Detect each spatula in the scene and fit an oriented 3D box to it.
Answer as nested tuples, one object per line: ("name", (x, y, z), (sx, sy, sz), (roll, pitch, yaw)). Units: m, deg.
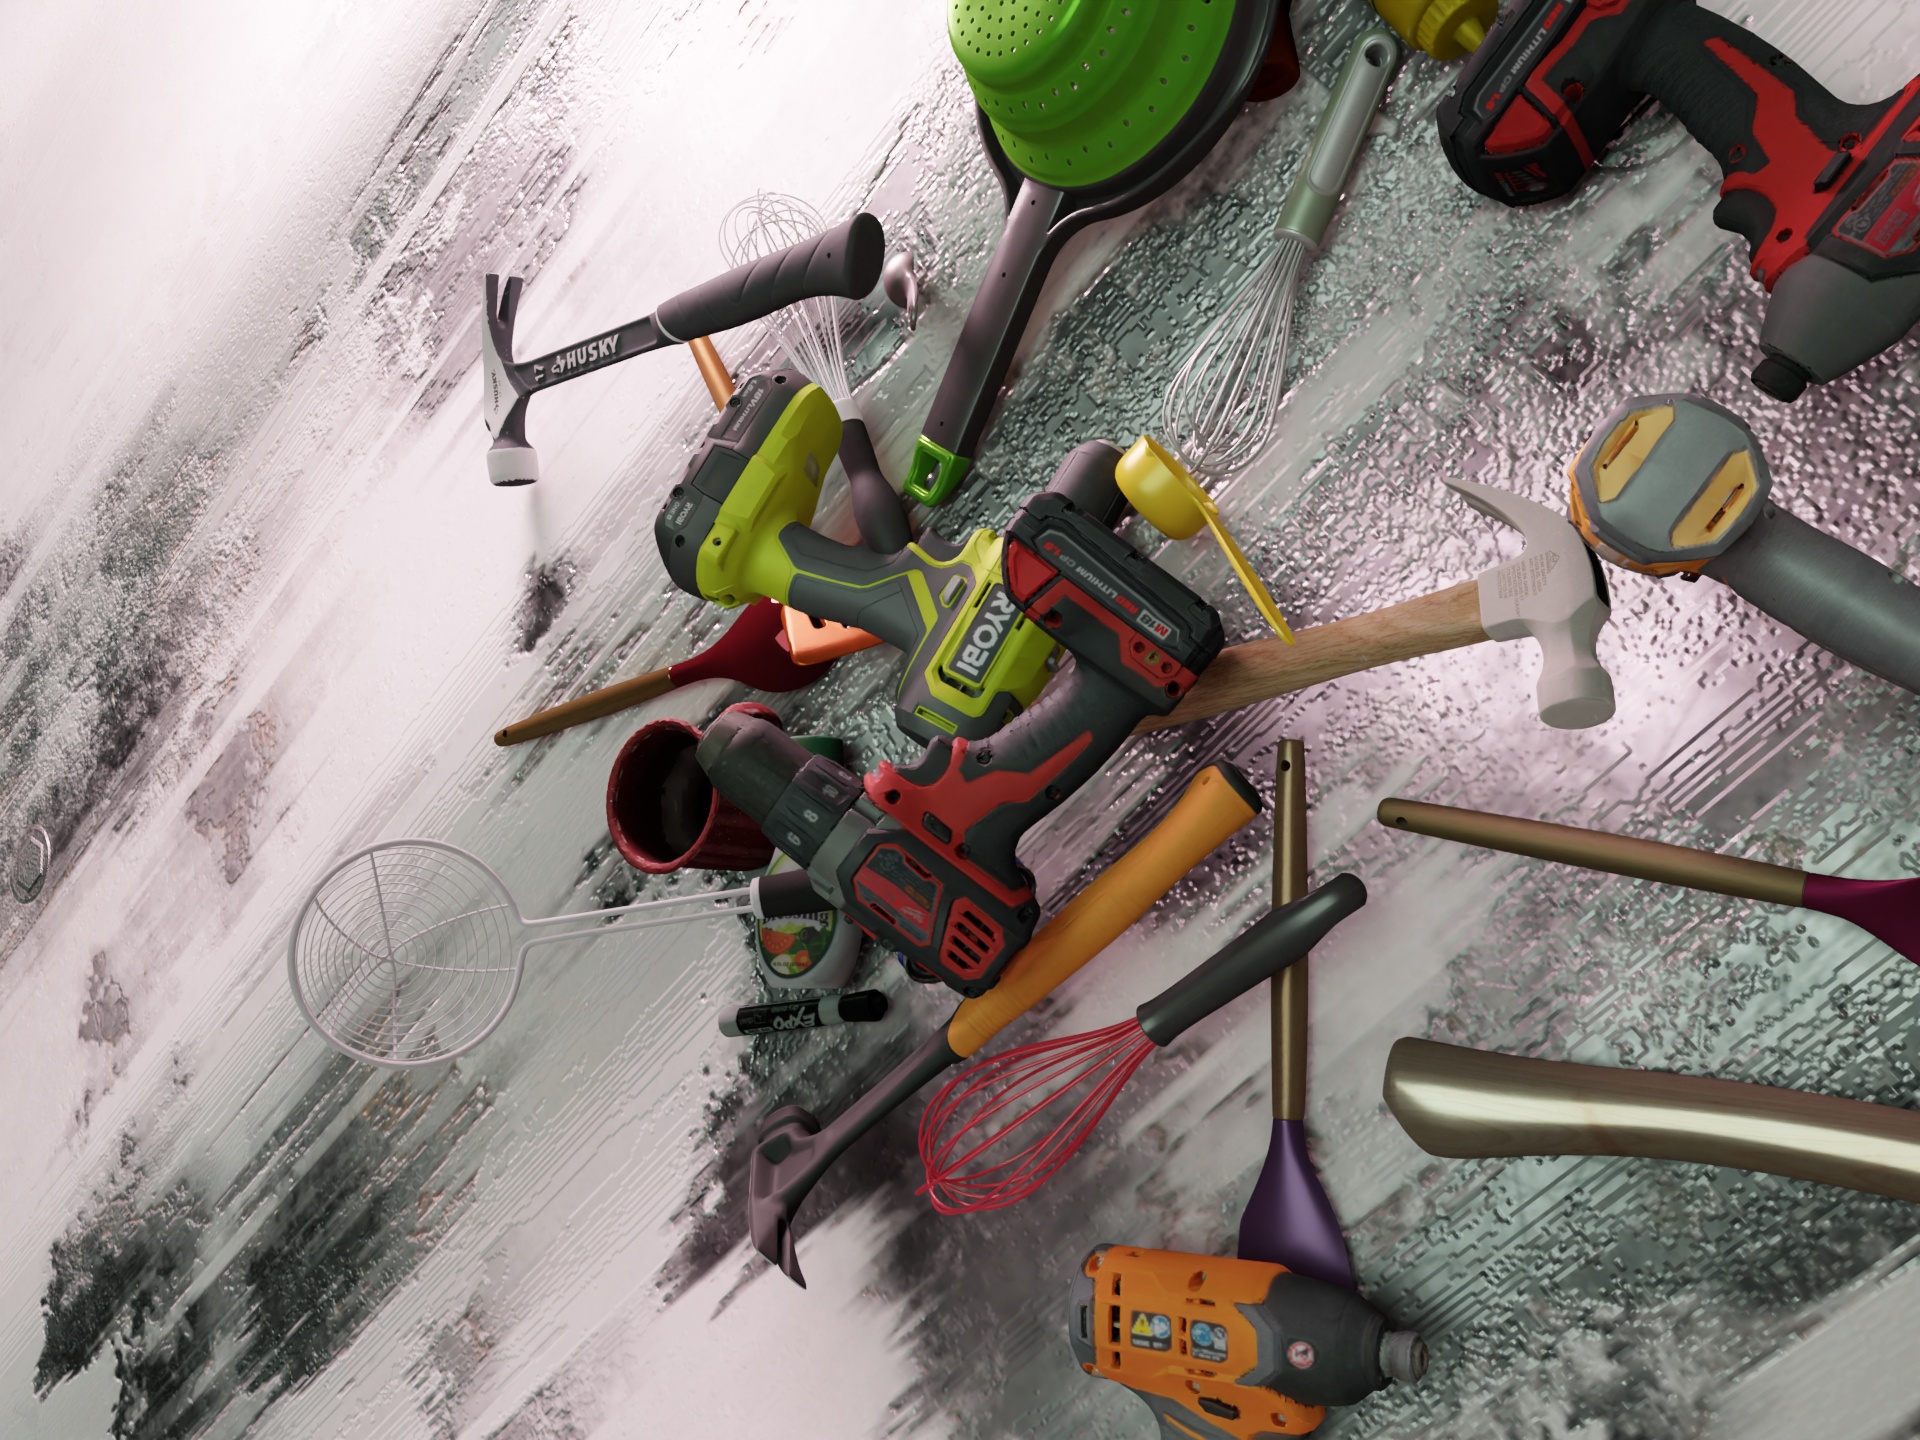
("spatula", (0.161, 0.166, 0.768), (0.060, 0.018, 0.316), (-4, 81, 34))
("spatula", (-0.121, -0.155, 1.003), (0.081, 0.041, 0.323), (-19, 60, -15))

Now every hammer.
("hammer", (-0.196, -0.255, 1.022), (0.409, 0.036, 0.149), (-5, 92, 44))
("hammer", (0.020, 0.144, 0.807), (0.337, 0.034, 0.127), (-43, 16, 8))
("hammer", (0.368, 0.159, 0.614), (0.411, 0.038, 0.146), (3, 82, 35))
("hammer", (0.150, -0.027, 0.789), (0.331, 0.031, 0.130), (-16, 58, 36))

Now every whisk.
("whisk", (0.168, -0.239, 0.816), (0.058, 0.059, 0.246), (23, 92, -3))
("whisk", (-0.081, -0.213, 0.979), (0.070, 0.070, 0.285), (-31, 69, 27))
("whisk", (0.081, 0.161, 0.790), (0.296, 0.073, 0.073), (-40, 62, 24))

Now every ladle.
("ladle", (-0.205, -0.024, 1.052), (0.315, 0.031, 0.069), (-17, 72, 34))

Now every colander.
("colander", (0.029, -0.308, 0.867), (0.205, 0.094, 0.397), (38, 111, 40))

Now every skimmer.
("skimmer", (-0.176, 0.108, 0.874), (0.363, 0.090, 0.127), (-9, 83, 4))

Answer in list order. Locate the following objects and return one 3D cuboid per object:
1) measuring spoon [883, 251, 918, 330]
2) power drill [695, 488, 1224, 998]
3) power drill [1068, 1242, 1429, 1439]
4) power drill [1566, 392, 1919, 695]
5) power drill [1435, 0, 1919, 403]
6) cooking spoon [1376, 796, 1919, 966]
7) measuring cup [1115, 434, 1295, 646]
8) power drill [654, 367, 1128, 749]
("measuring spoon", (-0.035, -0.249, 0.930), (0.124, 0.018, 0.034), (-99, 14, -63))
("power drill", (-0.001, -0.002, 0.773), (0.188, 0.080, 0.226), (37, 94, 3))
("power drill", (0.131, 0.359, 0.713), (0.164, 0.084, 0.226), (-6, 80, 34))
("power drill", (0.337, -0.043, 0.612), (0.226, 0.185, 0.084), (36, 104, 14))
("power drill", (0.327, -0.241, 0.690), (0.220, 0.078, 0.143), (42, 107, 29))
("cooking spoon", (0.325, 0.065, 0.664), (0.319, 0.017, 0.068), (10, 127, 38))
("measuring cup", (0.121, -0.084, 0.794), (0.029, 0.062, 0.157), (-41, 48, 20))
("power drill", (-0.032, -0.101, 0.874), (0.228, 0.080, 0.190), (28, 82, 17))
